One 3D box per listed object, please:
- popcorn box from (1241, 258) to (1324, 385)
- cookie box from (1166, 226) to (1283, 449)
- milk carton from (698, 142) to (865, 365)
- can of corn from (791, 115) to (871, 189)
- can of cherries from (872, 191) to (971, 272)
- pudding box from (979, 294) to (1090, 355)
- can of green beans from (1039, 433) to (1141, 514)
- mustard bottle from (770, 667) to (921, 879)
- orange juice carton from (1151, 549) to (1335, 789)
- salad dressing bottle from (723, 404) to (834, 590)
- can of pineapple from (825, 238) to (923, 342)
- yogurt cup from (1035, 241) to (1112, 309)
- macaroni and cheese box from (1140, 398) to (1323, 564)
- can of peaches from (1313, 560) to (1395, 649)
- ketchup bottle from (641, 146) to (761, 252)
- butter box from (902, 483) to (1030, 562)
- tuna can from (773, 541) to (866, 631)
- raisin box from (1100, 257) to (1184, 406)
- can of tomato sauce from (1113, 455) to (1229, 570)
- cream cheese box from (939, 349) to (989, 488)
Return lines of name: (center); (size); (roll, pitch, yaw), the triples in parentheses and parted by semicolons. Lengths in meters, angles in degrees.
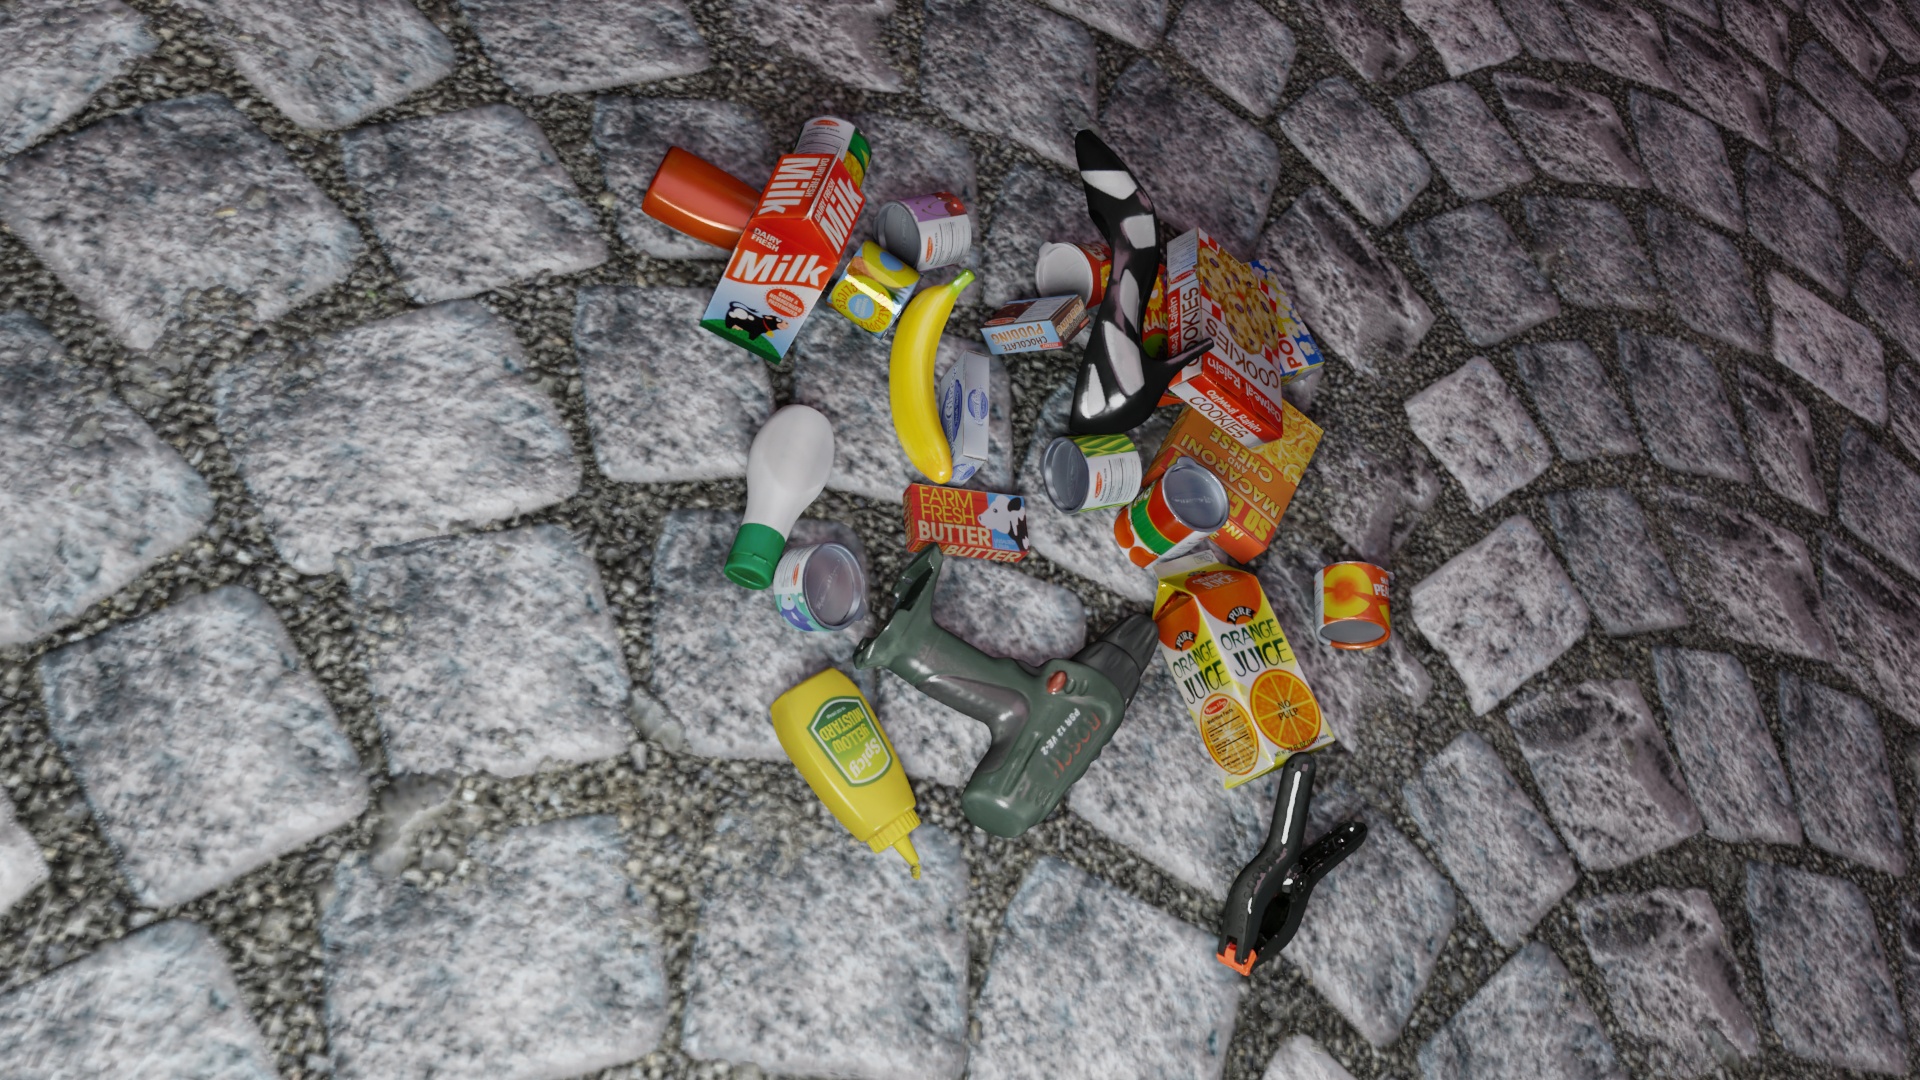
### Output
popcorn box: (0.292, -0.212, 1.371); (0.085, 0.038, 0.127); (-18, 74, -32)
cookie box: (0.239, -0.182, 1.254); (0.123, 0.040, 0.168); (29, 52, -36)
milk carton: (-0.133, -0.222, 1.064); (0.073, 0.189, 0.073); (26, 56, -13)
can of corn: (-0.115, -0.321, 1.204); (0.071, 0.071, 0.058); (23, 58, -15)
can of cherries: (-0.034, -0.271, 1.218); (0.058, 0.071, 0.071); (-21, 76, -34)
pudding box: (0.065, -0.189, 1.215); (0.050, 0.083, 0.030); (-47, 124, -36)
can of green beans: (0.112, -0.058, 1.182); (0.058, 0.071, 0.071); (-9, 70, -31)
mustard bottle: (-0.070, 0.168, 0.982); (0.065, 0.048, 0.160); (-30, 81, -34)
orange juice carton: (0.224, 0.099, 1.154); (0.072, 0.072, 0.193); (-13, 71, -31)
salad dressing bottle: (-0.139, -0.034, 1.055); (0.064, 0.043, 0.148); (28, 57, -18)
can of pineapple: (-0.073, -0.210, 1.165); (0.058, 0.070, 0.071); (33, 55, -8)
yogurt cup: (0.111, -0.243, 1.280); (0.054, 0.072, 0.072); (-19, 75, -41)
macaroni and cheese box: (0.253, -0.078, 1.280); (0.124, 0.040, 0.167); (37, 54, -5)
can of peaches: (0.353, 0.059, 1.243); (0.071, 0.071, 0.058); (19, 59, -18)
ketchup bottle: (-0.184, -0.267, 1.151); (0.149, 0.043, 0.065); (25, 57, -14)
butter box: (0.004, -0.014, 1.130); (0.103, 0.024, 0.053); (6, 62, -25)
tuna can: (-0.103, 0.036, 1.028); (0.071, 0.033, 0.071); (9, 78, -51)
raisin box: (0.167, -0.190, 1.258); (0.086, 0.040, 0.123); (9, 76, -49)
can of tomato sauce: (0.178, -0.022, 1.187); (0.071, 0.082, 0.071); (12, 61, -22)
cream cheese box: (0.002, -0.101, 1.155); (0.024, 0.053, 0.104); (13, 60, -21)
